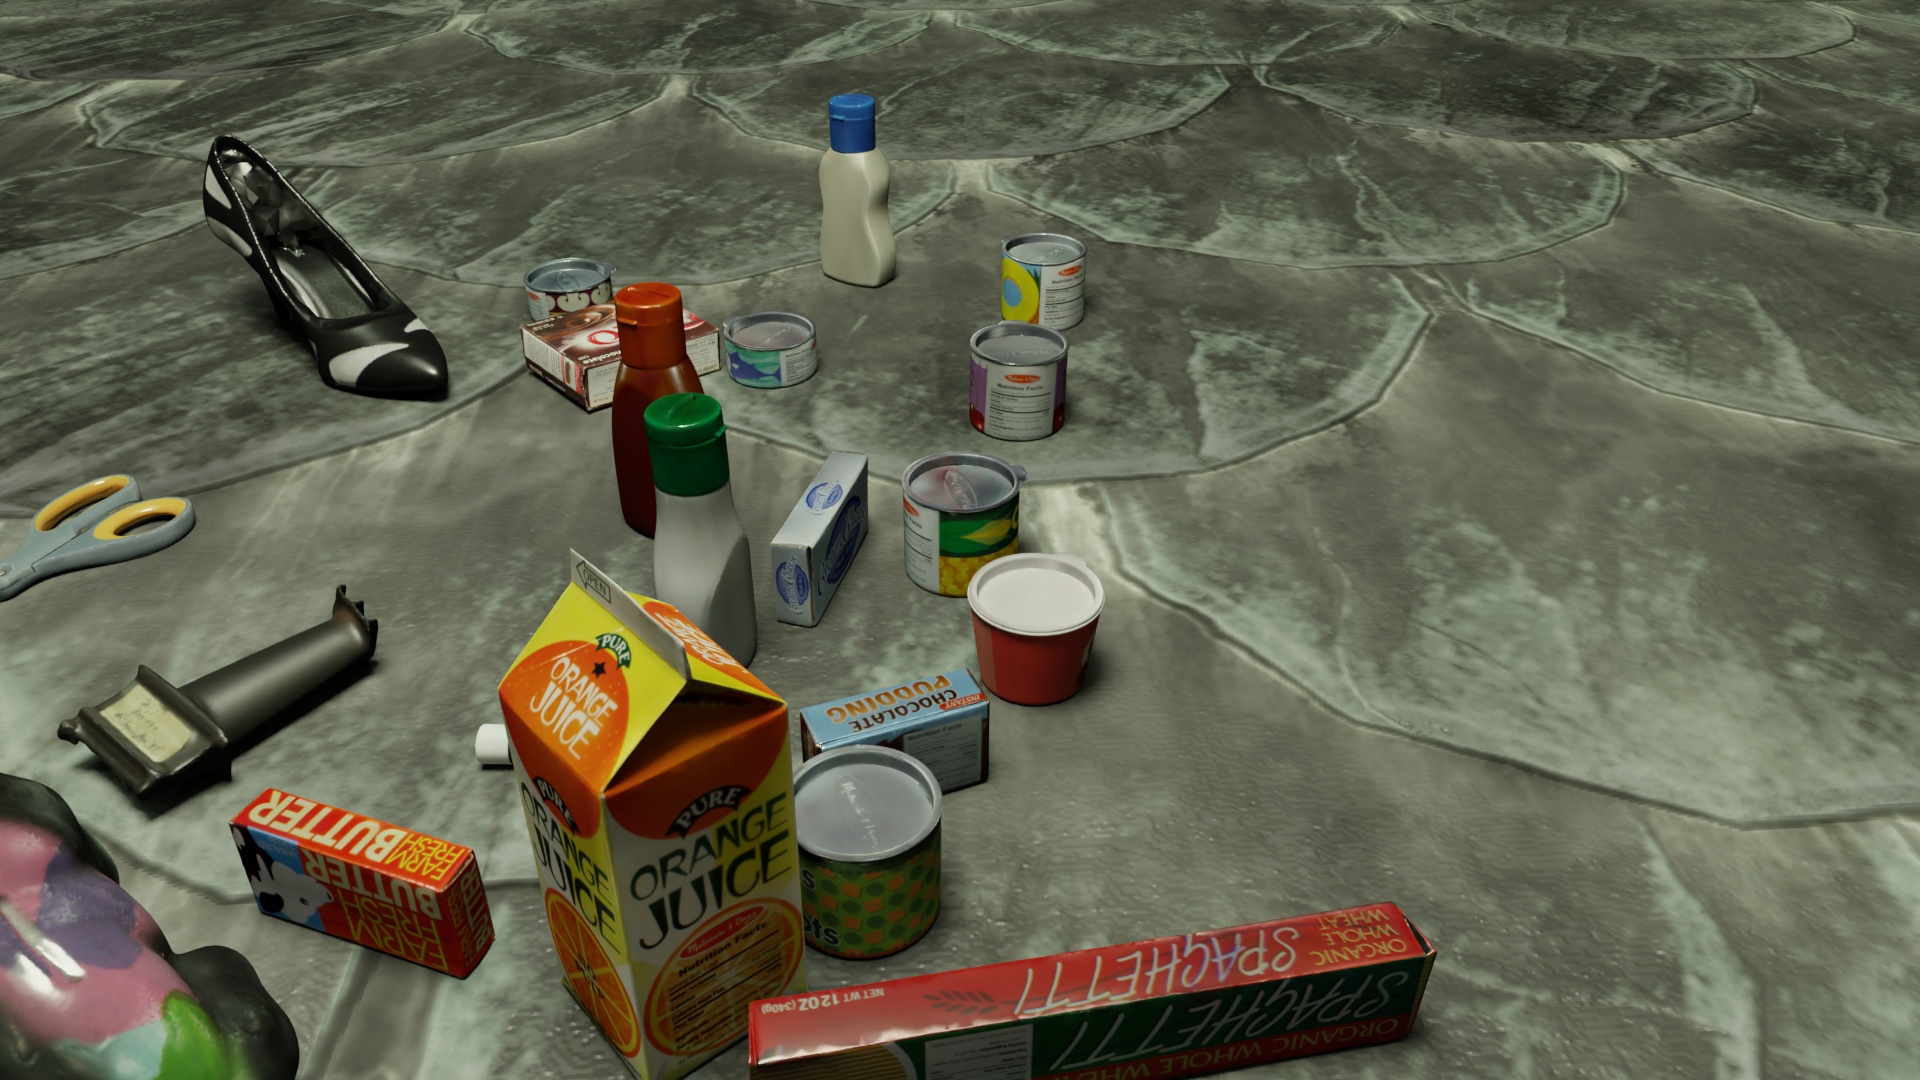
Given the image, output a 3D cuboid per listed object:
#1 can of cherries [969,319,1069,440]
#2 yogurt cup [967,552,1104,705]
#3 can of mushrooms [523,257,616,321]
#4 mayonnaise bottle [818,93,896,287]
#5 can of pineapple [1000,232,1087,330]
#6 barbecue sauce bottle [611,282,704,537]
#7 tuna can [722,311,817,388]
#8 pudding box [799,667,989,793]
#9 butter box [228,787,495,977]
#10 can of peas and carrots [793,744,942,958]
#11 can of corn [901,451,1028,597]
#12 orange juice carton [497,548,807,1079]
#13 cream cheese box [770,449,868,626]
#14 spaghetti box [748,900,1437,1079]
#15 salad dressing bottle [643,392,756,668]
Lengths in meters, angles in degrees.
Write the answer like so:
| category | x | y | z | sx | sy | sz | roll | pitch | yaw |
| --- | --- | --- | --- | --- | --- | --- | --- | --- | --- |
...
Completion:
| category | x | y | z | sx | sy | sz | roll | pitch | yaw |
| --- | --- | --- | --- | --- | --- | --- | --- | --- | --- |
| can of cherries | 0.039 | -0.109 | 0.939 | 0.071 | 0.058 | 0.072 | 0 | 33 | 0 |
| yogurt cup | 0.037 | 0.046 | 0.703 | 0.072 | 0.053 | 0.073 | 0 | 33 | 0 |
| can of mushrooms | -0.303 | -0.194 | 1.087 | 0.071 | 0.033 | 0.071 | 0 | 33 | 0 |
| mayonnaise bottle | -0.085 | -0.282 | 1.123 | 0.065 | 0.147 | 0.041 | 19 | 37 | 27 |
| can of pineapple | 0.064 | -0.203 | 1.085 | 0.071 | 0.057 | 0.071 | 0 | 33 | 0 |
| barbecue sauce bottle | -0.172 | -0.072 | 0.797 | 0.065 | 0.147 | 0.044 | 17 | 36 | 23 |
| tuna can | -0.139 | -0.139 | 1.006 | 0.071 | 0.032 | 0.071 | 0 | 33 | 0 |
| pudding box | -0.030 | 0.093 | 0.633 | 0.084 | 0.049 | 0.030 | -13 | 35 | -20 |
| butter box | -0.239 | 0.137 | 0.559 | 0.103 | 0.052 | 0.024 | 11 | 34 | 16 |
| can of peas and carrots | -0.043 | 0.128 | 0.570 | 0.071 | 0.058 | 0.071 | 0 | 33 | 0 |
| can of corn | 0.003 | -0.010 | 0.785 | 0.071 | 0.058 | 0.071 | 0 | 33 | 0 |
| orange juice carton | -0.108 | 0.097 | 0.495 | 0.073 | 0.191 | 0.072 | -25 | 40 | -34 |
| cream cheese box | -0.076 | -0.003 | 0.777 | 0.024 | 0.053 | 0.104 | 8 | 34 | 11 |
| spaghetti box | 0.049 | 0.175 | 0.507 | 0.250 | 0.050 | 0.029 | -6 | 33 | -10 |
| salad dressing bottle | -0.129 | 0.000 | 0.686 | 0.044 | 0.146 | 0.064 | 8 | 33 | 12 |
